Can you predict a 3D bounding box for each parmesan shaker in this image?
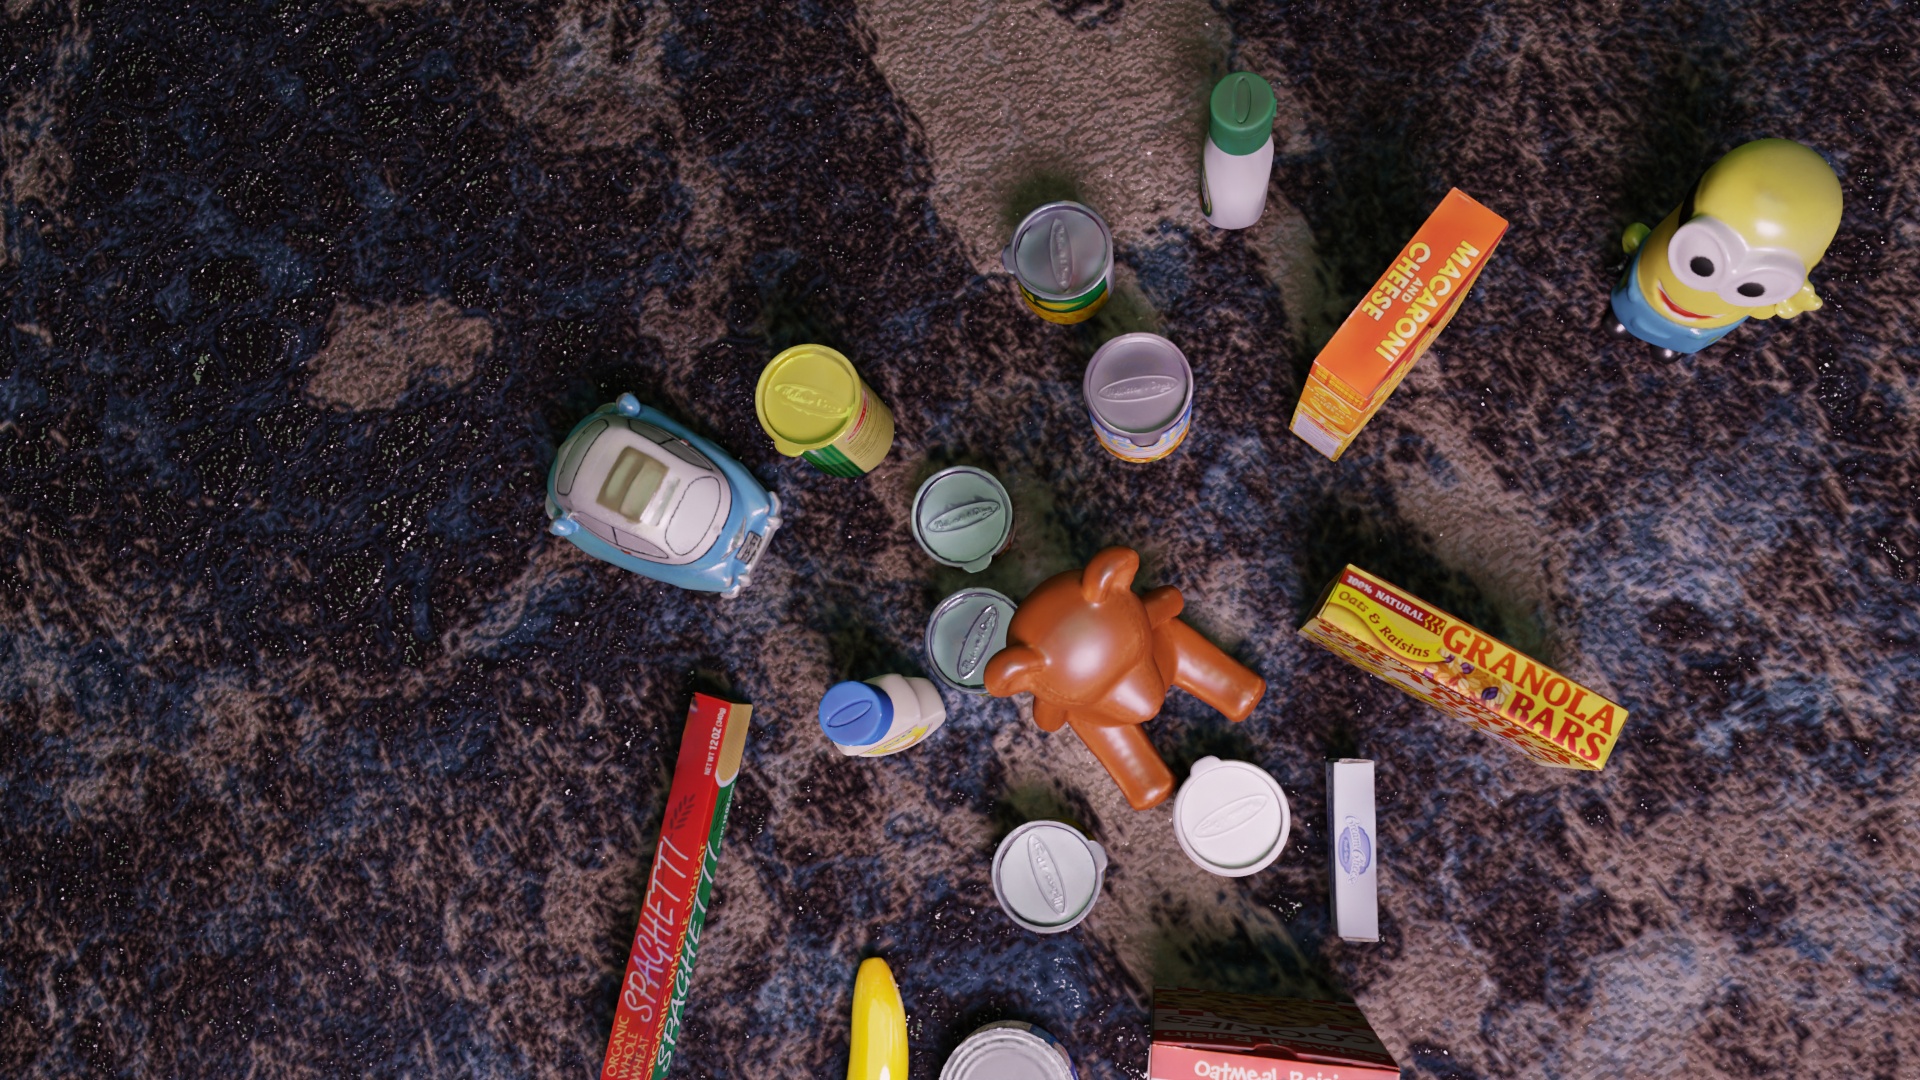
[{"bbox_3d":[-0.086,-0.078,0.892,0.071,0.103,0.071,-1,82,8],"label":"parmesan shaker"}]

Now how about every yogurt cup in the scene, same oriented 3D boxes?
[{"bbox_3d":[0.163,0.167,0.842,0.072,0.054,0.072,-1,82,8],"label":"yogurt cup"}]

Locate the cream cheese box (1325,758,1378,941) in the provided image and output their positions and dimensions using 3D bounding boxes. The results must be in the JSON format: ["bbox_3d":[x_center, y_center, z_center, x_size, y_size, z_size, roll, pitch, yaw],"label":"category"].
[{"bbox_3d":[0.233,0.182,0.830,0.024,0.053,0.104,0,82,9],"label":"cream cheese box"}]

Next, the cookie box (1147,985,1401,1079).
[{"bbox_3d":[0.166,0.283,0.766,0.123,0.167,0.040,3,83,9],"label":"cookie box"}]

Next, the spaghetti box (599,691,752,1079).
[{"bbox_3d":[-0.180,0.223,0.887,0.029,0.050,0.250,11,83,10],"label":"spaghetti box"}]

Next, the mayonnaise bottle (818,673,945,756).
[{"bbox_3d":[-0.050,0.106,0.835,0.065,0.148,0.041,-27,79,4],"label":"mayonnaise bottle"}]

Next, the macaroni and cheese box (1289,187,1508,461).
[{"bbox_3d":[0.252,-0.120,0.815,0.040,0.166,0.124,39,89,12],"label":"macaroni and cheese box"}]

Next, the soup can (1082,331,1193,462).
[{"bbox_3d":[0.113,-0.085,0.873,0.071,0.083,0.071,-1,82,8],"label":"soup can"}]

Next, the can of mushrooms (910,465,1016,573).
[{"bbox_3d":[0.003,-0.011,0.904,0.071,0.033,0.071,-1,81,8],"label":"can of mushrooms"}]

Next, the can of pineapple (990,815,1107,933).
[{"bbox_3d":[0.057,0.203,0.851,0.071,0.058,0.071,-1,82,8],"label":"can of pineapple"}]

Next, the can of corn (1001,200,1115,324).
[{"bbox_3d":[0.065,-0.180,0.907,0.071,0.058,0.071,-1,82,8],"label":"can of corn"}]

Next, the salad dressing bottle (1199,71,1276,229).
[{"bbox_3d":[0.170,-0.239,0.855,0.044,0.147,0.064,3,83,9],"label":"salad dressing bottle"}]

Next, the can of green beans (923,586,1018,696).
[{"bbox_3d":[0.014,0.065,0.878,0.071,0.058,0.071,-1,82,8],"label":"can of green beans"}]

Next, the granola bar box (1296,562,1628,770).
[{"bbox_3d":[0.283,0.073,0.803,0.166,0.124,0.039,29,87,11],"label":"granola bar box"}]
